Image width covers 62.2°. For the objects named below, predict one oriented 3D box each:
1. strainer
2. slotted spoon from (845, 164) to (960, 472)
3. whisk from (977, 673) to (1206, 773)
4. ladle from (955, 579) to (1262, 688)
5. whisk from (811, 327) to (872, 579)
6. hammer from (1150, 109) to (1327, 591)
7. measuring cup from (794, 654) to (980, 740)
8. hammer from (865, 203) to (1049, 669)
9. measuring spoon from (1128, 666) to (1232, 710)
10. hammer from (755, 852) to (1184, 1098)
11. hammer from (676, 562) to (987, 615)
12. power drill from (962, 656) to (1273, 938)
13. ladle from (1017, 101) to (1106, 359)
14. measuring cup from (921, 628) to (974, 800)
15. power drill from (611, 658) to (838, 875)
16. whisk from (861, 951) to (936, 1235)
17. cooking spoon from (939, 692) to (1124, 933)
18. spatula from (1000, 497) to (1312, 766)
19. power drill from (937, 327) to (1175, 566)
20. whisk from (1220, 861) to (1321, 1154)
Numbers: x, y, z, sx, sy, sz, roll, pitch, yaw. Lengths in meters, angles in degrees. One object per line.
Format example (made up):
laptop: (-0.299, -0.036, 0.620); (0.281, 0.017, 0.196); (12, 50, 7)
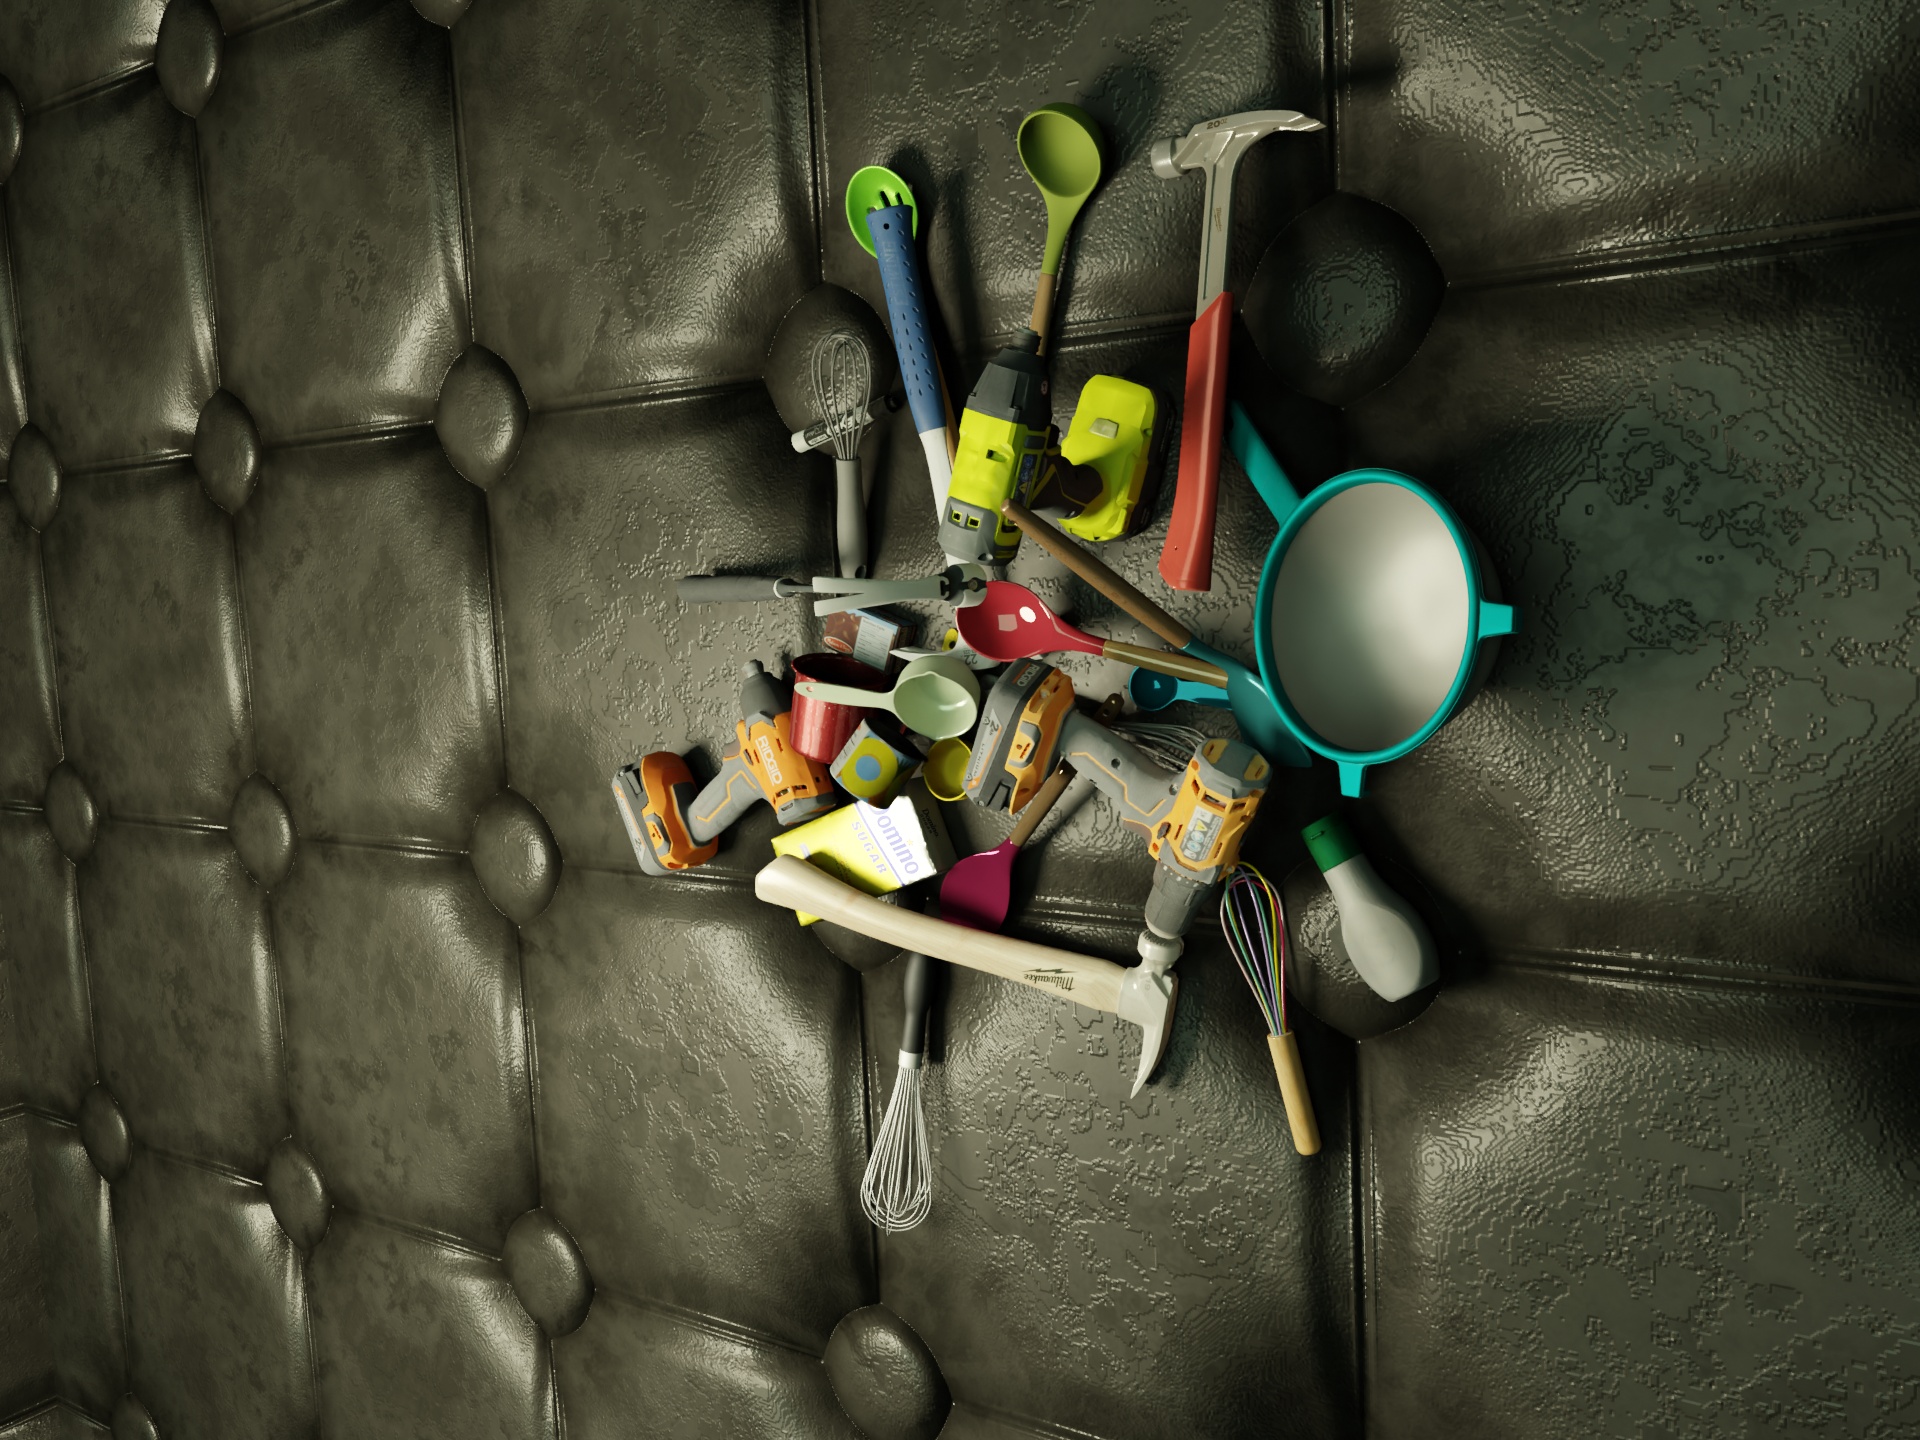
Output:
strainer: (0.297, -0.122, 1.192); (0.211, 0.095, 0.341); (-58, 44, 39)
slotted spoon: (-0.036, -0.341, 1.419); (0.070, 0.031, 0.314); (-17, 89, 32)
whisk: (0.111, 0.005, 1.357); (0.246, 0.059, 0.058); (22, 72, 34)
ladle: (0.144, -0.055, 1.309); (0.315, 0.031, 0.069); (16, 105, 21)
whisk: (-0.104, -0.236, 1.450); (0.055, 0.055, 0.238); (12, 115, 33)
hammer: (0.199, -0.279, 1.227); (0.149, 0.036, 0.359); (10, 98, 48)
measuring cup: (-0.063, -0.029, 1.410); (0.167, 0.038, 0.083); (7, 134, 12)
hammer: (-0.028, -0.242, 1.394); (0.144, 0.035, 0.405); (-10, 94, 26)
measuring spoon: (0.202, -0.022, 1.308); (0.129, 0.021, 0.042); (9, 92, 24)
hammer: (-0.005, 0.209, 1.430); (0.411, 0.038, 0.146); (14, 106, 23)
hammer: (-0.154, -0.117, 1.430); (0.409, 0.149, 0.036); (6, 102, 54)
power drill: (0.119, 0.067, 1.280); (0.226, 0.084, 0.185); (25, 126, 13)
ladle: (0.064, -0.347, 1.332); (0.078, 0.062, 0.320); (19, 109, 28)
measuring cup: (-0.002, -0.005, 1.448); (0.062, 0.029, 0.156); (-3, 83, 35)
power drill: (-0.237, 0.049, 1.579); (0.226, 0.084, 0.164); (-26, 81, 30)
whisk: (-0.050, 0.350, 1.509); (0.070, 0.070, 0.284); (11, 97, 33)
cooking spoon: (0.061, 0.088, 1.385); (0.069, 0.017, 0.318); (44, 129, 14)
spatula: (0.147, -0.065, 1.203); (0.044, 0.317, 0.082); (-59, 23, -9)
power drill: (0.077, -0.211, 1.238); (0.080, 0.223, 0.171); (23, 109, 29)
whisk: (0.255, 0.233, 1.288); (0.047, 0.051, 0.245); (-14, 92, 29)
